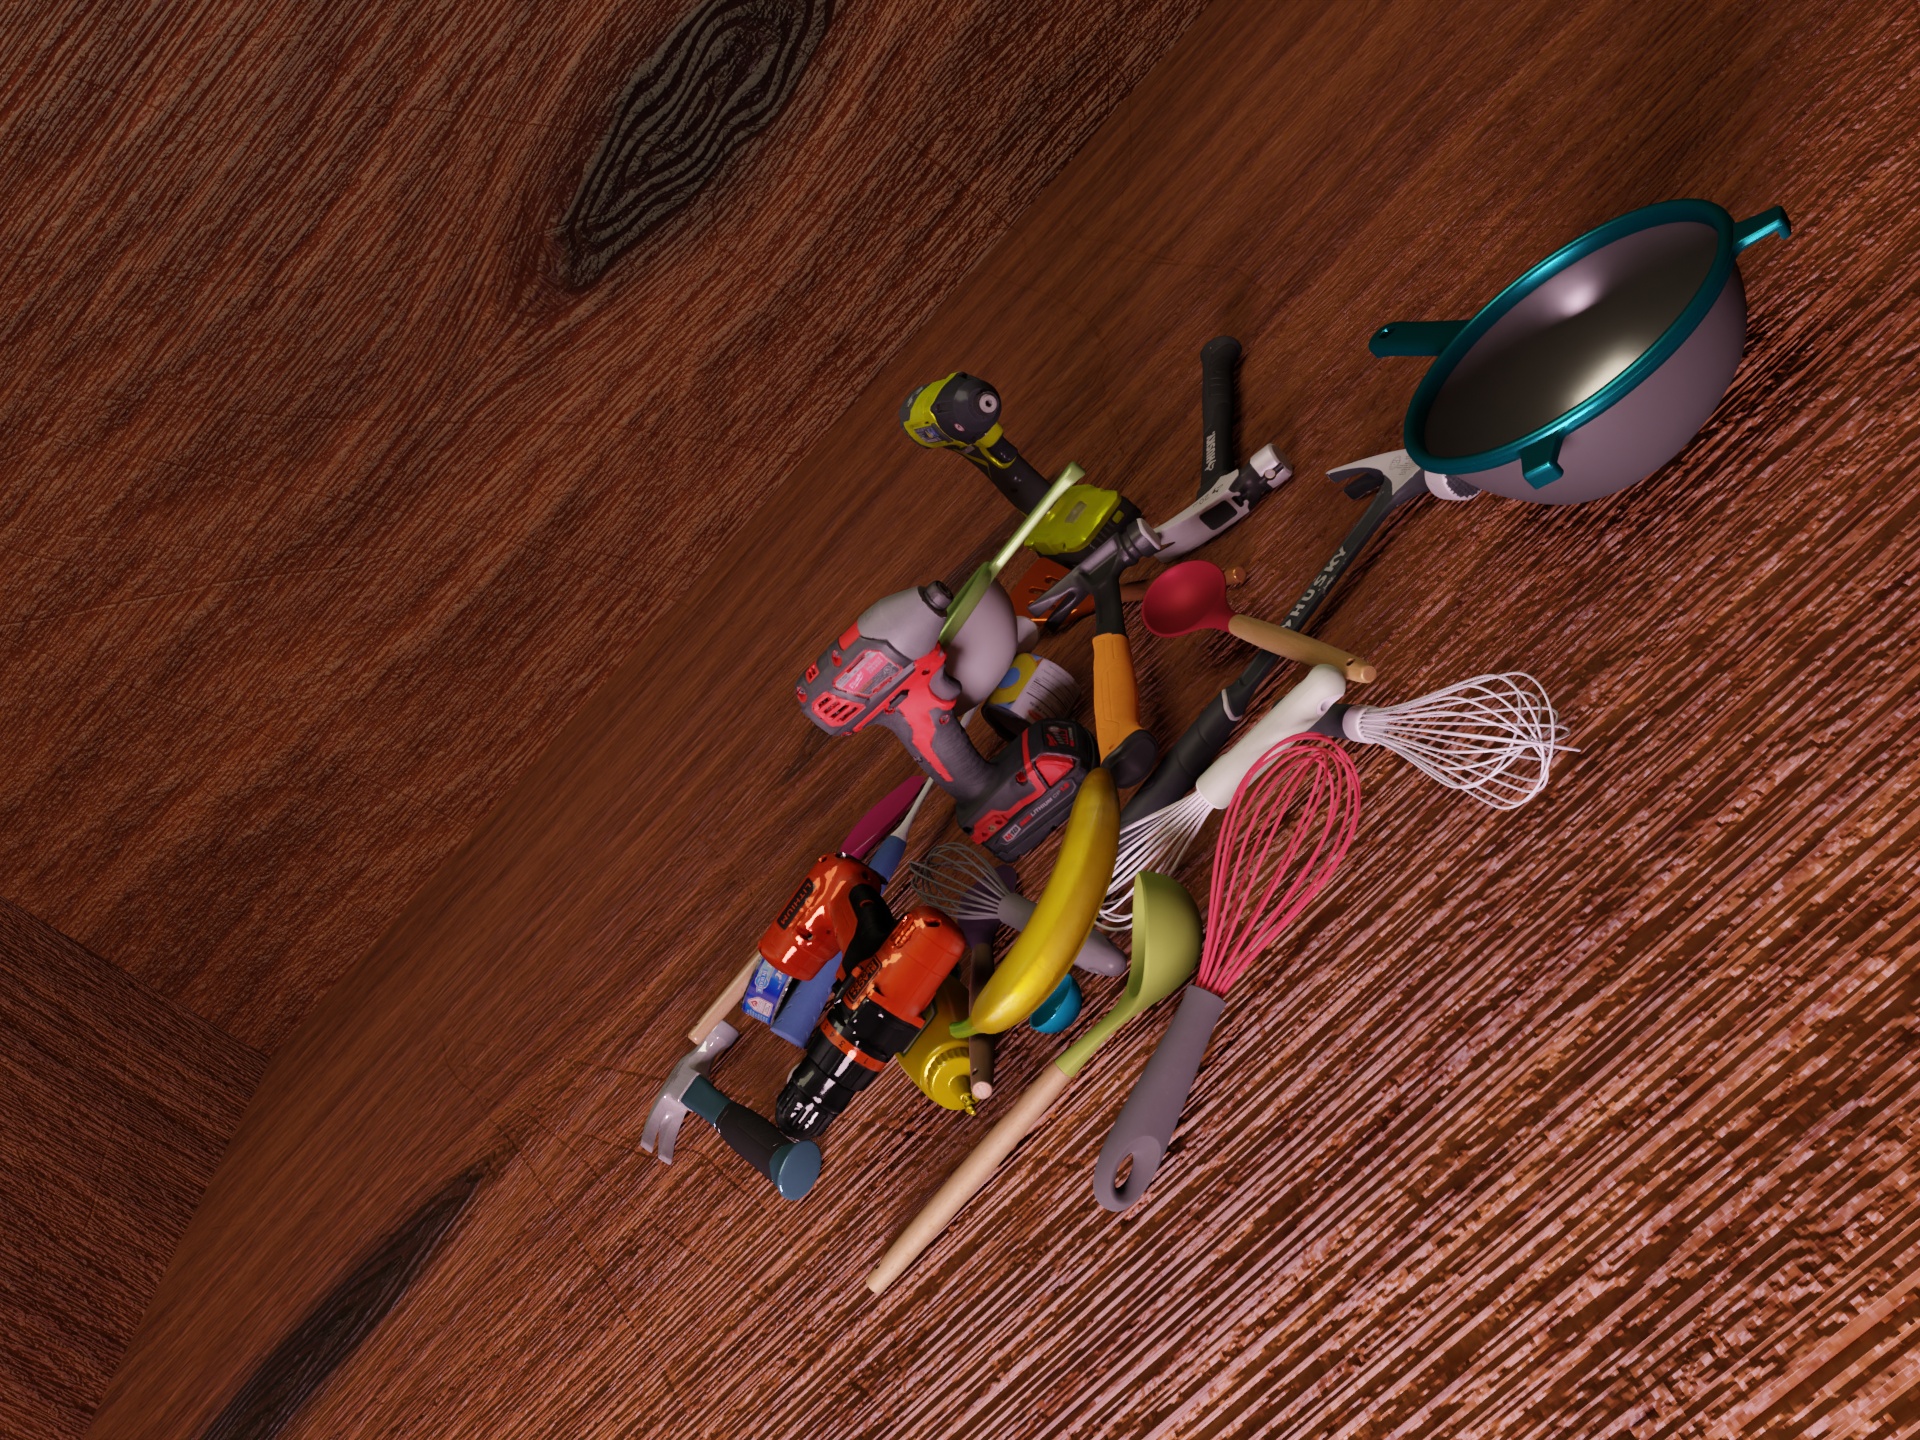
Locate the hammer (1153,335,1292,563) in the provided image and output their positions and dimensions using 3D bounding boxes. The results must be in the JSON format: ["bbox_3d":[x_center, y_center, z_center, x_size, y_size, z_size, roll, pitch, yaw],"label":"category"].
[{"bbox_3d":[0.231,-0.265,1.450,0.146,0.035,0.335,-38,23,30],"label":"hammer"}]

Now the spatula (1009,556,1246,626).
[{"bbox_3d":[0.139,-0.116,1.376,0.081,0.041,0.323,-56,21,-17],"label":"spatula"}]

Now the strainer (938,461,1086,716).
[{"bbox_3d":[0.036,-0.092,1.298,0.256,0.069,0.151,-51,6,15],"label":"strainer"}]

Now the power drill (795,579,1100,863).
[{"bbox_3d":[-0.002,-0.004,1.211,0.143,0.219,0.079,-43,21,21],"label":"power drill"}]

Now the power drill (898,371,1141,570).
[{"bbox_3d":[0.056,-0.236,1.494,0.080,0.223,0.171,-54,20,-7],"label":"power drill"}]

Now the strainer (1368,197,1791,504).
[{"bbox_3d":[0.360,-0.211,0.992,0.211,0.095,0.340,-47,18,2],"label":"strainer"}]

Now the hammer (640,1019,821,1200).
[{"bbox_3d":[-0.184,0.326,1.296,0.128,0.033,0.331,-55,20,-15],"label":"hammer"}]

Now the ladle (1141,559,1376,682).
[{"bbox_3d":[0.198,-0.062,1.071,0.069,0.031,0.316,-49,20,0],"label":"ladle"}]

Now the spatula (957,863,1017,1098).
[{"bbox_3d":[0.017,0.172,1.109,0.060,0.018,0.316,-39,14,13],"label":"spatula"}]

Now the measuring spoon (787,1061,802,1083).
[{"bbox_3d":[-0.096,0.256,1.251,0.124,0.018,0.034,-42,21,21],"label":"measuring spoon"}]

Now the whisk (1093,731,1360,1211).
[{"bbox_3d":[0.146,0.136,0.891,0.296,0.073,0.073,-62,22,-15],"label":"whisk"}]

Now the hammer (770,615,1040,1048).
[{"bbox_3d":[-0.049,0.096,1.378,0.406,0.035,0.144,-61,4,-17],"label":"hammer"}]

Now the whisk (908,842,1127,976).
[{"bbox_3d":[0.037,0.133,1.104,0.055,0.055,0.239,-54,34,-11],"label":"whisk"}]

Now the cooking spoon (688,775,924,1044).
[{"bbox_3d":[-0.138,0.169,1.455,0.319,0.017,0.069,-49,19,-17],"label":"cooking spoon"}]

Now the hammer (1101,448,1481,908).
[{"bbox_3d":[0.196,-0.028,1.104,0.409,0.036,0.149,-52,19,-2],"label":"hammer"}]

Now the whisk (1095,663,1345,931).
[{"bbox_3d":[0.151,0.050,0.991,0.246,0.057,0.059,-49,62,32],"label":"whisk"}]

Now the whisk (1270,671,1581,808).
[{"bbox_3d":[0.249,0.005,0.910,0.070,0.070,0.285,-53,15,-7],"label":"whisk"}]

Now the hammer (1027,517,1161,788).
[{"bbox_3d":[0.111,-0.046,1.227,0.127,0.034,0.337,-39,22,21],"label":"hammer"}]

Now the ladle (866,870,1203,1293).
[{"bbox_3d":[0.037,0.225,0.971,0.320,0.062,0.078,-50,6,8],"label":"ladle"}]

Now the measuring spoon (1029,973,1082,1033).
[{"bbox_3d":[0.056,0.185,1.066,0.042,0.021,0.128,-54,11,-6],"label":"measuring spoon"}]
